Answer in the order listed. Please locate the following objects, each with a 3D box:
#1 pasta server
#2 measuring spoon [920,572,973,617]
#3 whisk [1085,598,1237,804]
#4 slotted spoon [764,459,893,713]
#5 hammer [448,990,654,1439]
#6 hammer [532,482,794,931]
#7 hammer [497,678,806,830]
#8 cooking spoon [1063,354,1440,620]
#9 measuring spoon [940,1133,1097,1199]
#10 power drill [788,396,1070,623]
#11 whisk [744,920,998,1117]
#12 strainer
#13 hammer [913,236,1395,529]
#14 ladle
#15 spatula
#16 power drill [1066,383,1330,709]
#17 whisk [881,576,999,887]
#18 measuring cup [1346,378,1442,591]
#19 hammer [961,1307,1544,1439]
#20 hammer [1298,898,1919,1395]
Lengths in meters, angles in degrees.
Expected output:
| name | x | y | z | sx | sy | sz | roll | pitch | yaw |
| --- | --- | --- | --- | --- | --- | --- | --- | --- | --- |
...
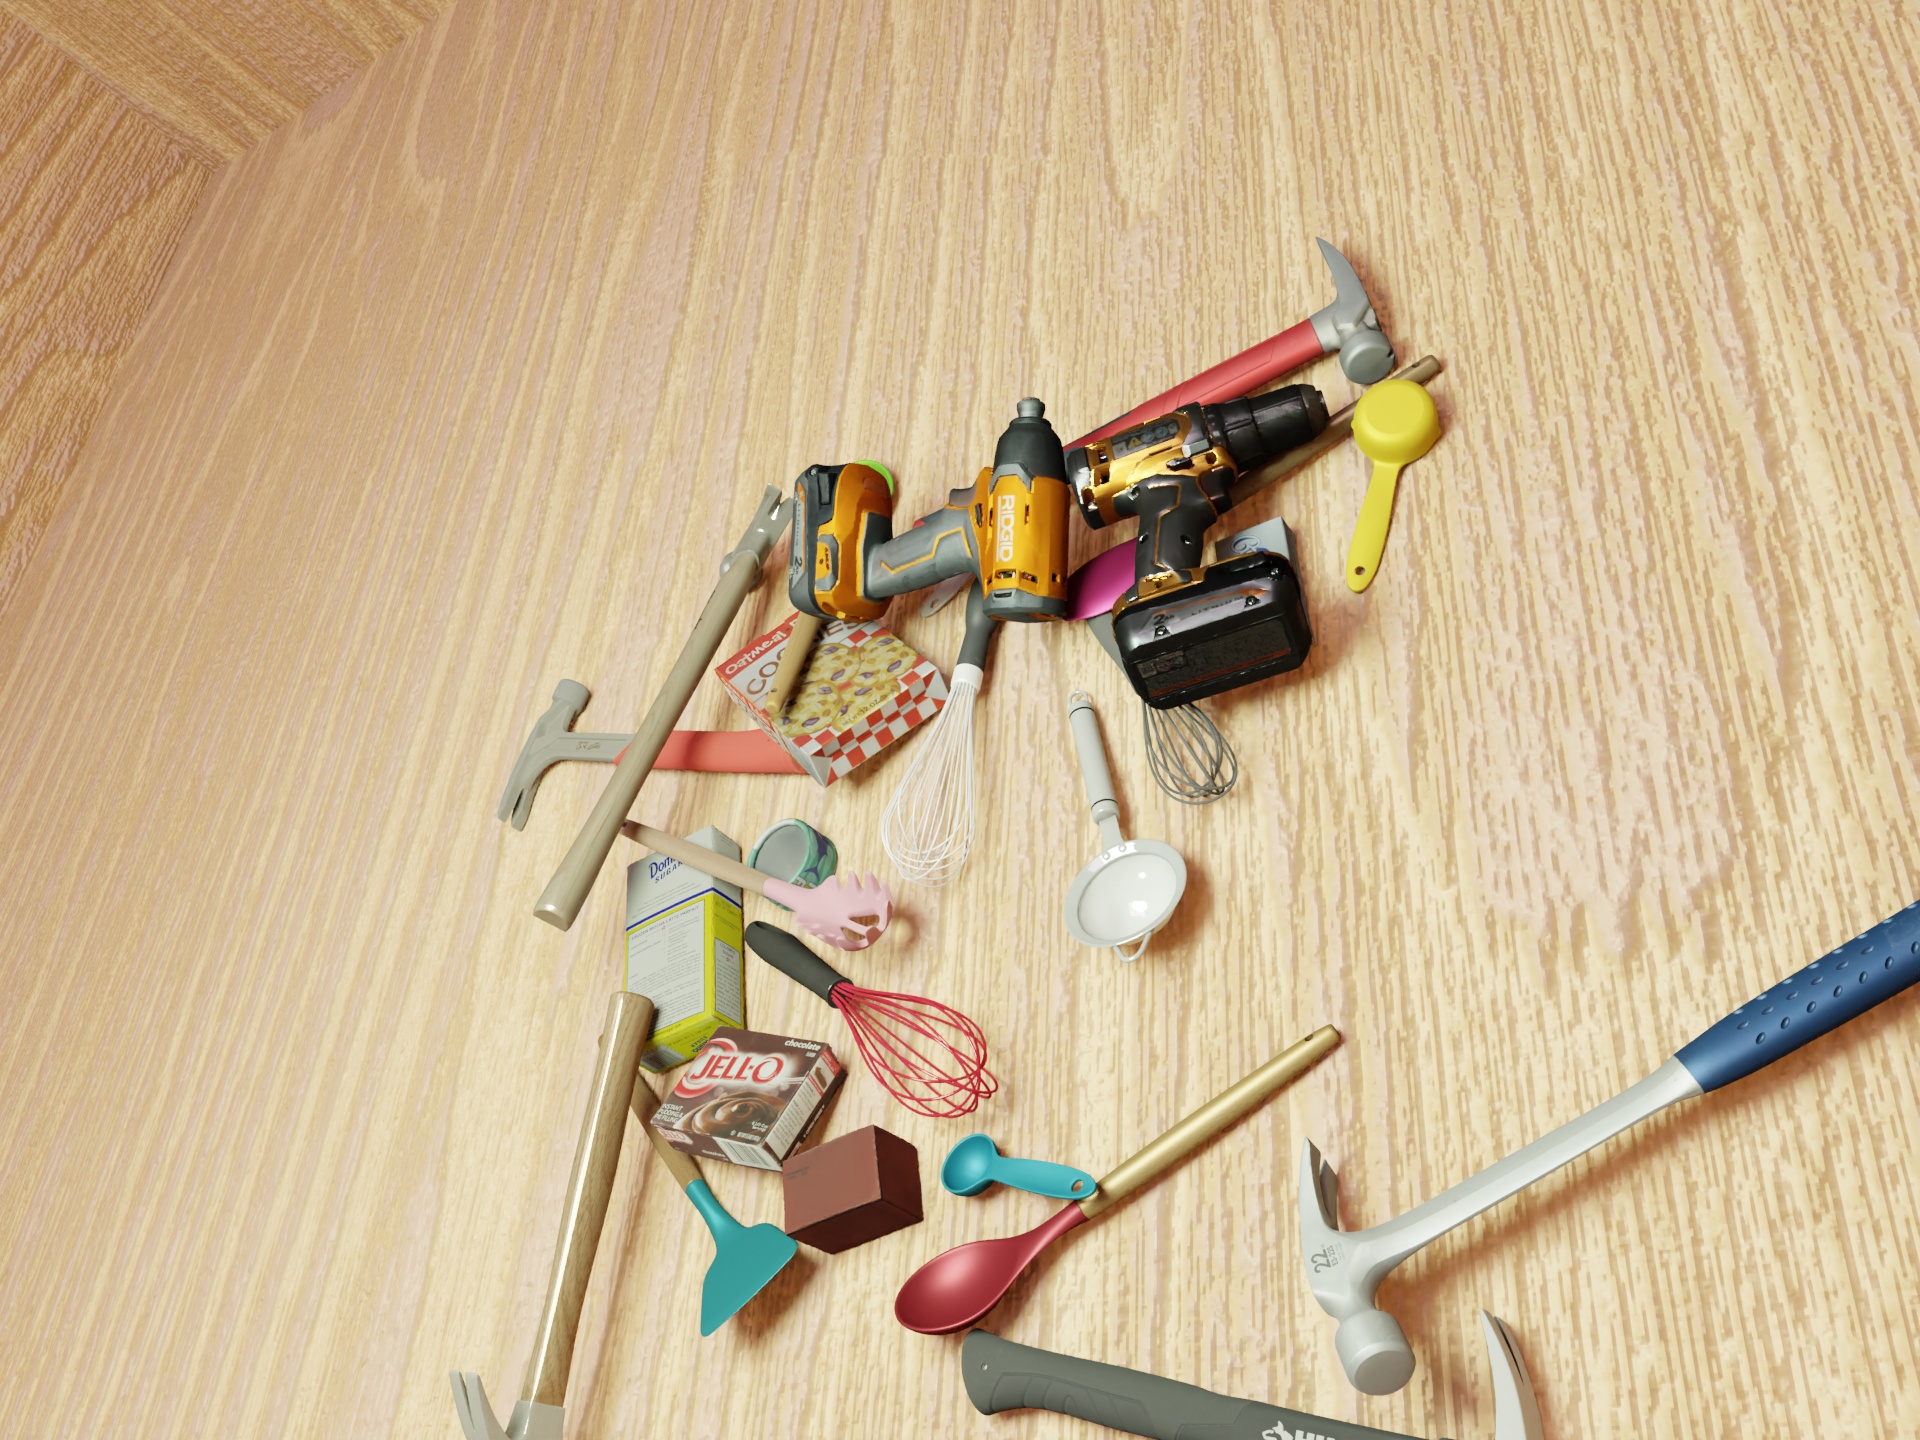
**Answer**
| name | x | y | z | sx | sy | sz | roll | pitch | yaw |
| --- | --- | --- | --- | --- | --- | --- | --- | --- | --- |
| pasta server | -0.165 | 0.113 | 1.198 | 0.316 | 0.040 | 0.060 | 16 | 58 | 40 |
| measuring spoon | 0.015 | -0.125 | 1.289 | 0.124 | 0.018 | 0.034 | -43 | 44 | 17 |
| whisk | 0.128 | -0.024 | 1.105 | 0.055 | 0.055 | 0.239 | -38 | 40 | 12 |
| slotted spoon | -0.114 | -0.115 | 1.319 | 0.070 | 0.031 | 0.314 | -4 | 42 | 18 |
| hammer | -0.264 | 0.348 | 1.097 | 0.031 | 0.129 | 0.332 | -15 | 55 | 36 |
| hammer | -0.237 | -0.015 | 1.297 | 0.146 | 0.038 | 0.411 | -46 | 18 | 56 |
| hammer | -0.267 | 0.034 | 1.389 | 0.359 | 0.036 | 0.149 | 1 | 63 | 40 |
| cooking spoon | 0.202 | -0.167 | 1.143 | 0.319 | 0.017 | 0.069 | -33 | 36 | 11 |
| measuring spoon | 0.039 | 0.281 | 0.972 | 0.129 | 0.021 | 0.042 | -5 | 44 | 47 |
| power drill | -0.019 | -0.153 | 1.202 | 0.226 | 0.084 | 0.164 | 0 | 84 | 34 |
| whisk | -0.073 | 0.198 | 1.108 | 0.296 | 0.073 | 0.073 | 23 | 78 | 50 |
| strainer | 0.101 | 0.069 | 1.066 | 0.087 | 0.050 | 0.259 | -26 | 43 | 16 |
| hammer | 0.133 | -0.236 | 1.231 | 0.386 | 0.038 | 0.143 | -25 | 47 | 19 |
| ladle | 0.093 | 0.273 | 0.941 | 0.315 | 0.031 | 0.069 | -37 | 18 | 9 |
| spatula | -0.205 | 0.313 | 1.144 | 0.082 | 0.044 | 0.318 | -43 | 41 | -8 |
| power drill | 0.175 | -0.131 | 1.074 | 0.185 | 0.084 | 0.226 | -18 | 48 | 13 |
| whisk | -0.001 | -0.003 | 1.191 | 0.070 | 0.070 | 0.285 | -10 | 51 | 34 |
| measuring cup | 0.283 | -0.161 | 1.074 | 0.062 | 0.029 | 0.157 | 11 | 72 | 21 |
| hammer | 0.139 | 0.364 | 0.837 | 0.335 | 0.035 | 0.146 | -4 | 60 | 38 |
| hammer | 0.344 | 0.175 | 0.781 | 0.405 | 0.035 | 0.144 | -34 | 24 | 10 |
